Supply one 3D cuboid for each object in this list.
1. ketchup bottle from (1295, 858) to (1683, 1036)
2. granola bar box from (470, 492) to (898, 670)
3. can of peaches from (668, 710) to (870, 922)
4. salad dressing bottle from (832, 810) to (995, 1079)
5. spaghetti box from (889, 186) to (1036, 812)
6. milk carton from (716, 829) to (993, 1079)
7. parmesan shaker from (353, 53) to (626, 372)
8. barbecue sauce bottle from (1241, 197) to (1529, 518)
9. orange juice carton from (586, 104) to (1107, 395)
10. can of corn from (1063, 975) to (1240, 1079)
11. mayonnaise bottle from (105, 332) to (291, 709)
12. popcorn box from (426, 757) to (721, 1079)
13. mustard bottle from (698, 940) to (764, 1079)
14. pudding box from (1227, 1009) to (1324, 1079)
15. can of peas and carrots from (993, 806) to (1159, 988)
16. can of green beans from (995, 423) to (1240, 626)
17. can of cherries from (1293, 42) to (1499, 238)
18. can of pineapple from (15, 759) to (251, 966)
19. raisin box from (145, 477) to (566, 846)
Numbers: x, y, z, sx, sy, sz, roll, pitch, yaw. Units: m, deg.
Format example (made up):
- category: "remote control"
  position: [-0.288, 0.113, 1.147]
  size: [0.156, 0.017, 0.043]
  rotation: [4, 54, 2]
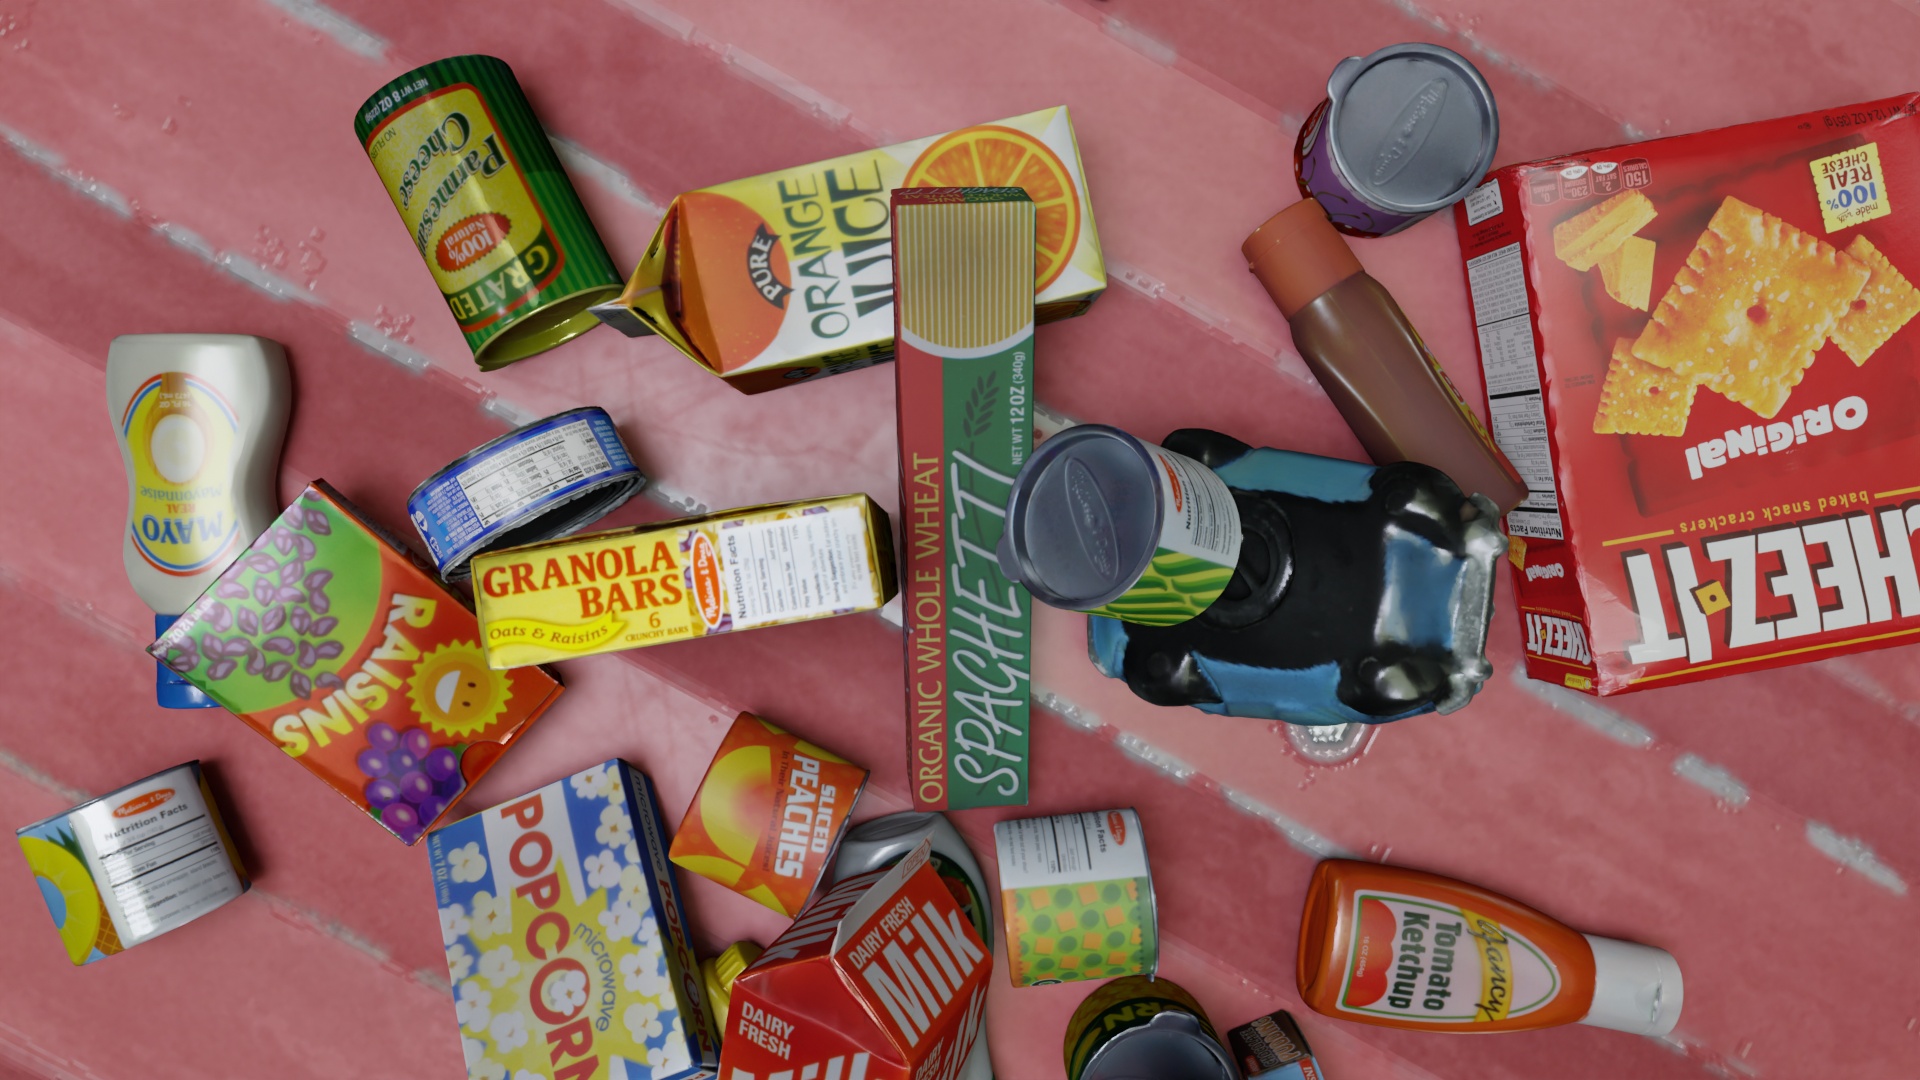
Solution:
- category: "ketchup bottle"
  position: [0.218, 0.175, 0.575]
  size: [0.149, 0.043, 0.064]
  rotation: [10, 90, -2]
- category: "granola bar box"
  position: [-0.088, 0.013, 0.504]
  size: [0.124, 0.165, 0.039]
  rotation: [-9, 89, -1]
- category: "can of peaches"
  position: [-0.076, 0.109, 0.553]
  size: [0.058, 0.071, 0.071]
  rotation: [26, 90, -1]
- category: "salad dressing bottle"
  position: [-0.011, 0.187, 0.568]
  size: [0.064, 0.044, 0.147]
  rotation: [-14, 93, -13]
- category: "spaghetti box"
  position: [0.002, -0.007, 0.530]
  size: [0.050, 0.029, 0.249]
  rotation: [-3, 113, -5]
- category: "milk carton"
  position: [-0.043, 0.202, 0.516]
  size: [0.073, 0.072, 0.189]
  rotation: [19, 113, 20]
- category: "parmesan shaker"
  position: [-0.187, -0.128, 0.549]
  size: [0.071, 0.071, 0.103]
  rotation: [-28, 91, -1]
- category: "barbecue sauce bottle"
  position: [0.169, -0.069, 0.563]
  size: [0.043, 0.065, 0.148]
  rotation: [-34, 83, 11]
- category: "orange juice carton"
  position: [-0.045, -0.107, 0.550]
  size: [0.193, 0.072, 0.073]
  rotation: [-14, 91, -2]
- category: "can of corn"
  position: [0.077, 0.216, 0.564]
  size: [0.071, 0.058, 0.071]
  rotation: [0, 91, -1]
- category: "mayonnaise bottle"
  position: [-0.304, -0.008, 0.559]
  size: [0.065, 0.041, 0.148]
  rotation: [-1, 91, -5]
- category: "popcorn box"
  position: [-0.151, 0.159, 0.541]
  size: [0.085, 0.038, 0.127]
  rotation: [-22, 64, 0]
- category: "mustard bottle"
  position: [-0.110, 0.213, 0.564]
  size: [0.065, 0.049, 0.160]
  rotation: [43, 89, 3]
- category: "pudding box"
  position: [0.141, 0.244, 0.571]
  size: [0.030, 0.049, 0.083]
  rotation: [-21, 92, 1]
- category: "can of peas and carrots"
  position: [0.046, 0.146, 0.559]
  size: [0.059, 0.071, 0.071]
  rotation: [-6, 91, -1]
- category: "can of green beans"
  position: [0.059, -0.004, 0.502]
  size: [0.071, 0.058, 0.071]
  rotation: [-9, 75, 37]
- category: "can of cherries"
  position: [0.172, -0.162, 0.562]
  size: [0.071, 0.058, 0.071]
  rotation: [0, 92, -1]
- category: "can of pineapple"
  position: [-0.326, 0.127, 0.549]
  size: [0.071, 0.071, 0.058]
  rotation: [-22, 92, -1]
- category: "raisin box"
  position: [-0.231, 0.047, 0.543]
  size: [0.123, 0.040, 0.086]
  rotation: [44, 80, -17]
